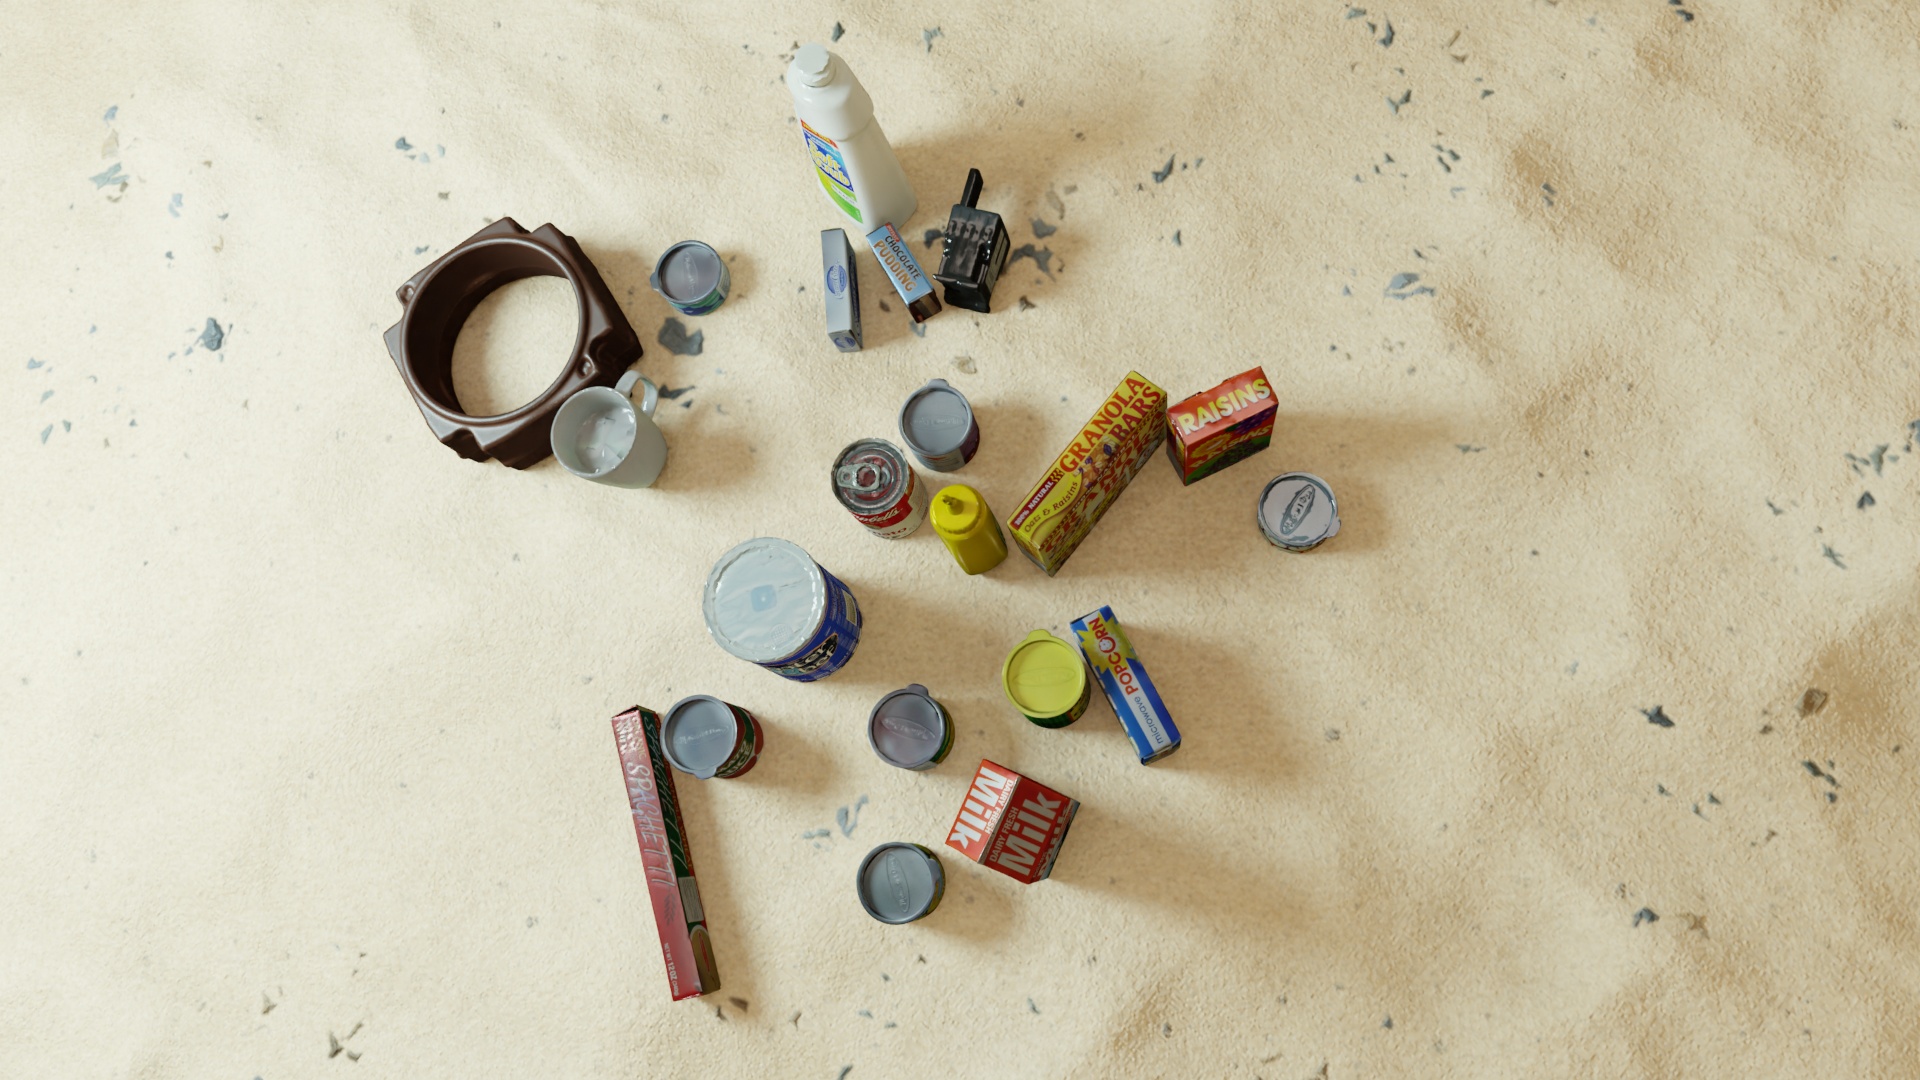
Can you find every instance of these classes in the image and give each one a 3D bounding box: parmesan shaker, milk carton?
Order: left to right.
[{"bbox_3d":[0.041,0.220,1.087,0.073,0.190,0.072,23,82,13],"label":"milk carton"},{"bbox_3d":[0.073,0.116,1.152,0.071,0.103,0.071,-2,77,8],"label":"parmesan shaker"}]

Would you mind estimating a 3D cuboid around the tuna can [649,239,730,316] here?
[{"bbox_3d":[-0.257,-0.249,1.324,0.071,0.032,0.071,-2,77,8],"label":"tuna can"}]

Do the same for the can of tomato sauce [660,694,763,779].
[{"bbox_3d":[-0.211,0.171,1.191,0.071,0.083,0.071,-2,77,8],"label":"can of tomato sauce"}]

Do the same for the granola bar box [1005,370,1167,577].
[{"bbox_3d":[0.110,-0.054,1.176,0.039,0.124,0.165,38,85,15],"label":"granola bar box"}]

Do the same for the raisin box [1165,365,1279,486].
[{"bbox_3d":[0.219,-0.095,1.170,0.086,0.123,0.040,-25,75,2],"label":"raisin box"}]

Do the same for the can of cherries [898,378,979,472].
[{"bbox_3d":[-0.017,-0.102,1.240,0.071,0.058,0.071,-2,77,8],"label":"can of cherries"}]

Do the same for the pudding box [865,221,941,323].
[{"bbox_3d":[-0.052,-0.248,1.285,0.030,0.049,0.084,-31,74,1],"label":"pudding box"}]

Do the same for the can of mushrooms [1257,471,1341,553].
[{"bbox_3d":[0.290,-0.022,1.189,0.071,0.033,0.071,-2,77,8],"label":"can of mushrooms"}]

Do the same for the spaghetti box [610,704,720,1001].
[{"bbox_3d":[-0.253,0.266,1.192,0.029,0.050,0.250,-18,75,4],"label":"spaghetti box"}]

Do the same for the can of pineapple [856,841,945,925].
[{"bbox_3d":[-0.047,0.284,1.153,0.071,0.057,0.071,-2,77,8],"label":"can of pineapple"}]

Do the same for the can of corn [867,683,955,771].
[{"bbox_3d":[-0.040,0.160,1.182,0.071,0.058,0.071,-2,77,8],"label":"can of corn"}]

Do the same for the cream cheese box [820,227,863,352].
[{"bbox_3d":[-0.110,-0.231,1.287,0.024,0.053,0.104,-7,76,7],"label":"cream cheese box"}]

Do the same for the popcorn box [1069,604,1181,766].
[{"bbox_3d":[0.137,0.121,1.150,0.038,0.085,0.127,-28,75,2],"label":"popcorn box"}]

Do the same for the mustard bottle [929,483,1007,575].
[{"bbox_3d":[0.004,-0.015,1.164,0.049,0.160,0.065,-28,75,2],"label":"mustard bottle"}]
